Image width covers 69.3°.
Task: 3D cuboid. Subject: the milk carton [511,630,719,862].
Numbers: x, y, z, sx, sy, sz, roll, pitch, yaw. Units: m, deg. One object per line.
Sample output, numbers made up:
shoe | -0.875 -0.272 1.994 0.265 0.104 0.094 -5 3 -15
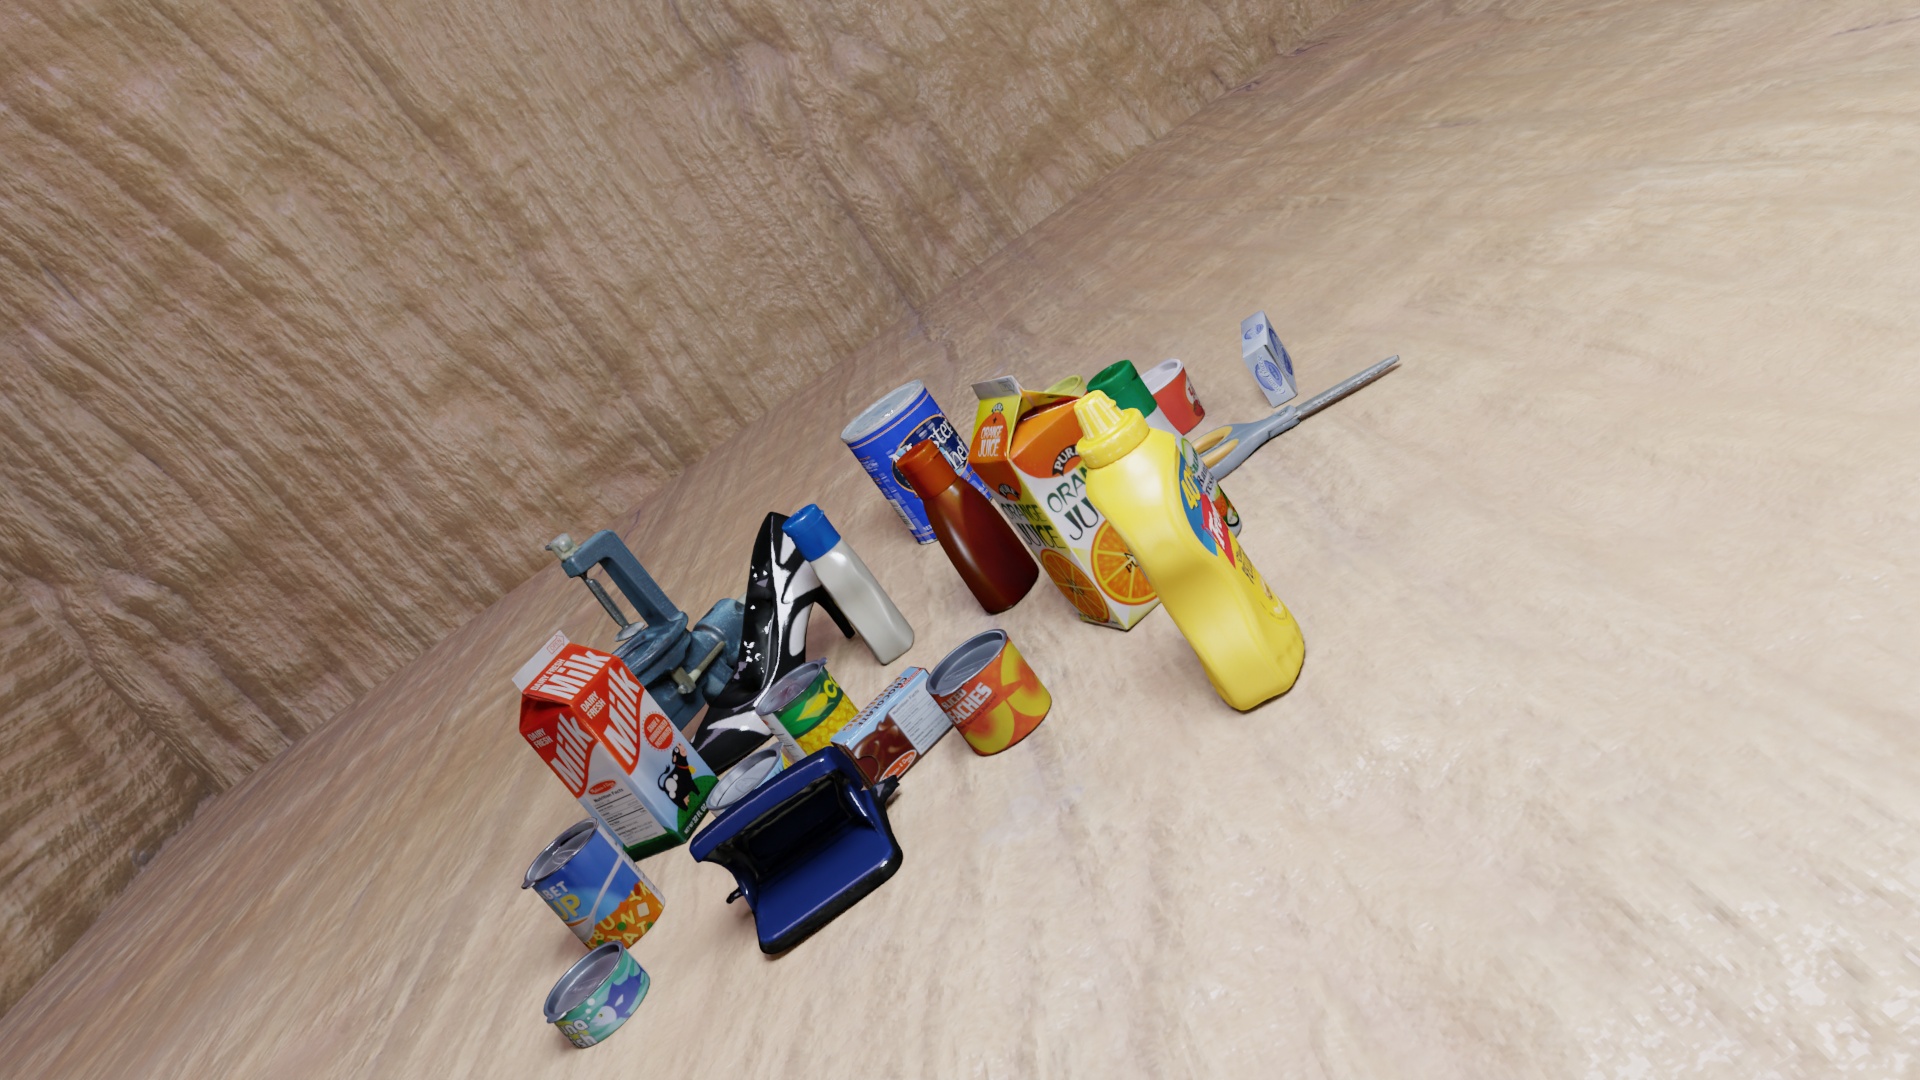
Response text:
milk carton | -0.291 0.166 1.149 0.073 0.190 0.073 -26 18 32

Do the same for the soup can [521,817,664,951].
soup can | -0.274 0.262 1.036 0.071 0.083 0.071 -33 16 11

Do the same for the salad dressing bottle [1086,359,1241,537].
salad dressing bottle | 0.142 -0.058 0.978 0.044 0.147 0.064 -27 18 30

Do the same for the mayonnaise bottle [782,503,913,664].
mayonnaise bottle | -0.097 0.036 1.202 0.041 0.148 0.065 -35 15 3

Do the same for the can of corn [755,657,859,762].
can of corn | -0.120 0.138 1.120 0.071 0.058 0.071 -33 16 11

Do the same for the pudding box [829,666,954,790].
pudding box | -0.046 0.135 0.993 0.084 0.049 0.030 -43 17 -23

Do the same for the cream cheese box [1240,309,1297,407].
cream cheese box | 0.263 -0.156 1.187 0.024 0.053 0.104 -30 17 22

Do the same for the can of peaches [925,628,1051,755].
can of peaches | 0.018 0.104 0.934 0.071 0.058 0.071 -33 16 11

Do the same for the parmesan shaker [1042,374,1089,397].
parmesan shaker | 0.104 -0.082 1.210 0.071 0.103 0.071 -33 16 11

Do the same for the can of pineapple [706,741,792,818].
can of pineapple | -0.139 0.191 1.008 0.071 0.057 0.071 -33 16 11

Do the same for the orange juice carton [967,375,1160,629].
orange juice carton | 0.074 -0.035 0.970 0.073 0.192 0.072 -40 16 -16

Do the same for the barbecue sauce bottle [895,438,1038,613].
barbecue sauce bottle | 0.004 -0.014 1.138 0.043 0.148 0.065 -22 20 40

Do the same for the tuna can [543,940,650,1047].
tuna can | -0.246 0.308 0.939 0.071 0.032 0.071 -33 16 11

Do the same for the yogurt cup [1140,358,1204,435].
yogurt cup | 0.183 -0.122 1.252 0.072 0.054 0.072 -33 16 11
